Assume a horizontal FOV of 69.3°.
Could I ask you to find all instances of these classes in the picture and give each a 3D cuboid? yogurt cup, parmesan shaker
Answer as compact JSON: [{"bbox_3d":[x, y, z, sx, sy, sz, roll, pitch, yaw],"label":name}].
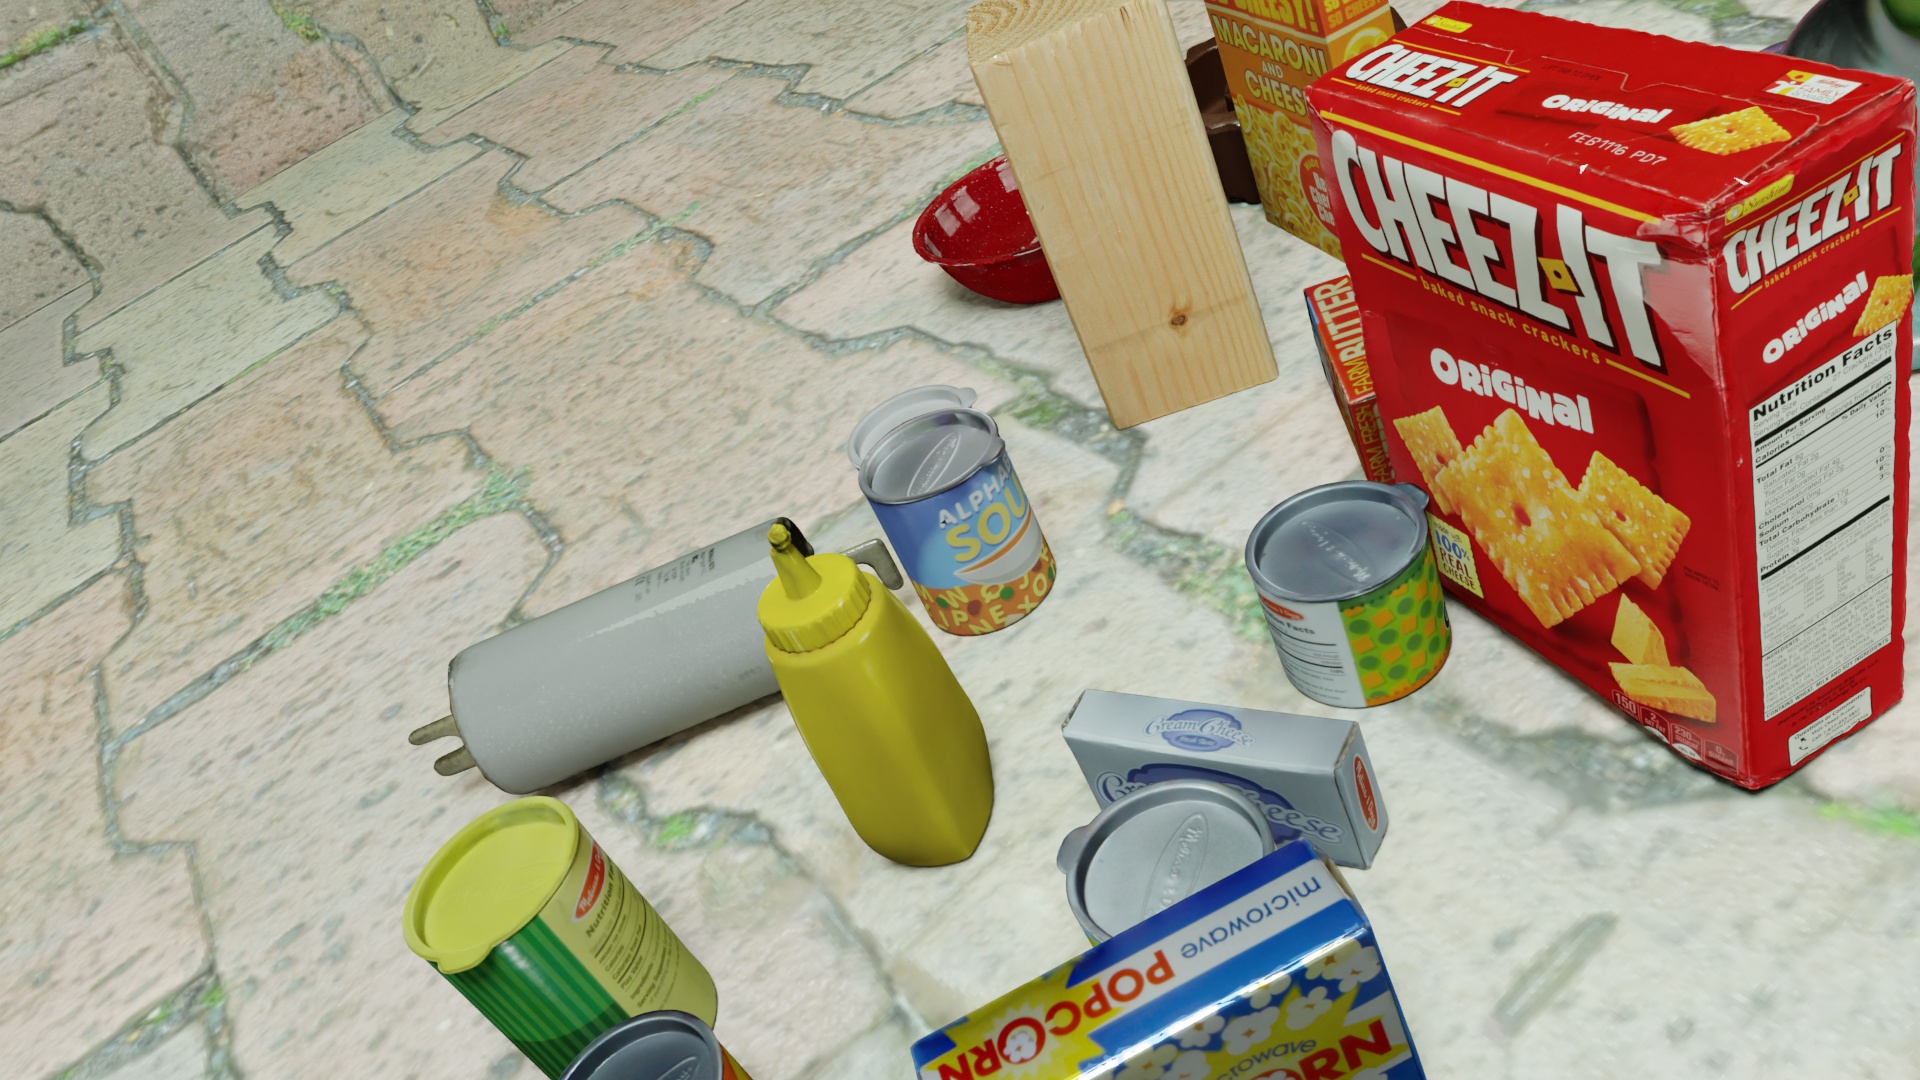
[{"bbox_3d":[-0.017,-0.039,0.711,0.072,0.053,0.073,-17,35,13],"label":"yogurt cup"},{"bbox_3d":[-0.140,0.152,0.495,0.071,0.102,0.072,-17,35,13],"label":"parmesan shaker"}]

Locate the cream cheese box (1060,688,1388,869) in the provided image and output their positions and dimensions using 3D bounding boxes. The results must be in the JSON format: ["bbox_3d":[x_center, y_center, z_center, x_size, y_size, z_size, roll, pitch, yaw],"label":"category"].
[{"bbox_3d":[0.091,0.082,0.483,0.104,0.053,0.024,3,44,36],"label":"cream cheese box"}]

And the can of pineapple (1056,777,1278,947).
[{"bbox_3d":[0.073,0.119,0.442,0.071,0.057,0.071,-17,35,13],"label":"can of pineapple"}]

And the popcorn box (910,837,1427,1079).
[{"bbox_3d":[0.060,0.148,0.387,0.127,0.085,0.038,-27,34,-2],"label":"popcorn box"}]

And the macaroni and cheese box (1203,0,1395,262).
[{"bbox_3d":[0.188,-0.233,0.736,0.040,0.165,0.124,-30,34,-5],"label":"macaroni and cheese box"}]

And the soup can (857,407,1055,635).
[{"bbox_3d":[0.002,-0.008,0.631,0.071,0.083,0.072,-17,35,13],"label":"soup can"}]

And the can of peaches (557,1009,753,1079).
[{"bbox_3d":[-0.091,0.197,0.444,0.071,0.057,0.071,-17,35,13],"label":"can of peaches"}]

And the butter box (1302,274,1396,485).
[{"bbox_3d":[0.181,-0.073,0.629,0.024,0.053,0.104,-17,35,13],"label":"butter box"}]

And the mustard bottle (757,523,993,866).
[{"bbox_3d":[-0.035,0.052,0.509,0.049,0.159,0.066,-11,37,22],"label":"mustard bottle"}]

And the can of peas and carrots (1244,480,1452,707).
[{"bbox_3d":[0.149,0.019,0.524,0.071,0.058,0.071,-17,35,13],"label":"can of peas and carrots"}]
